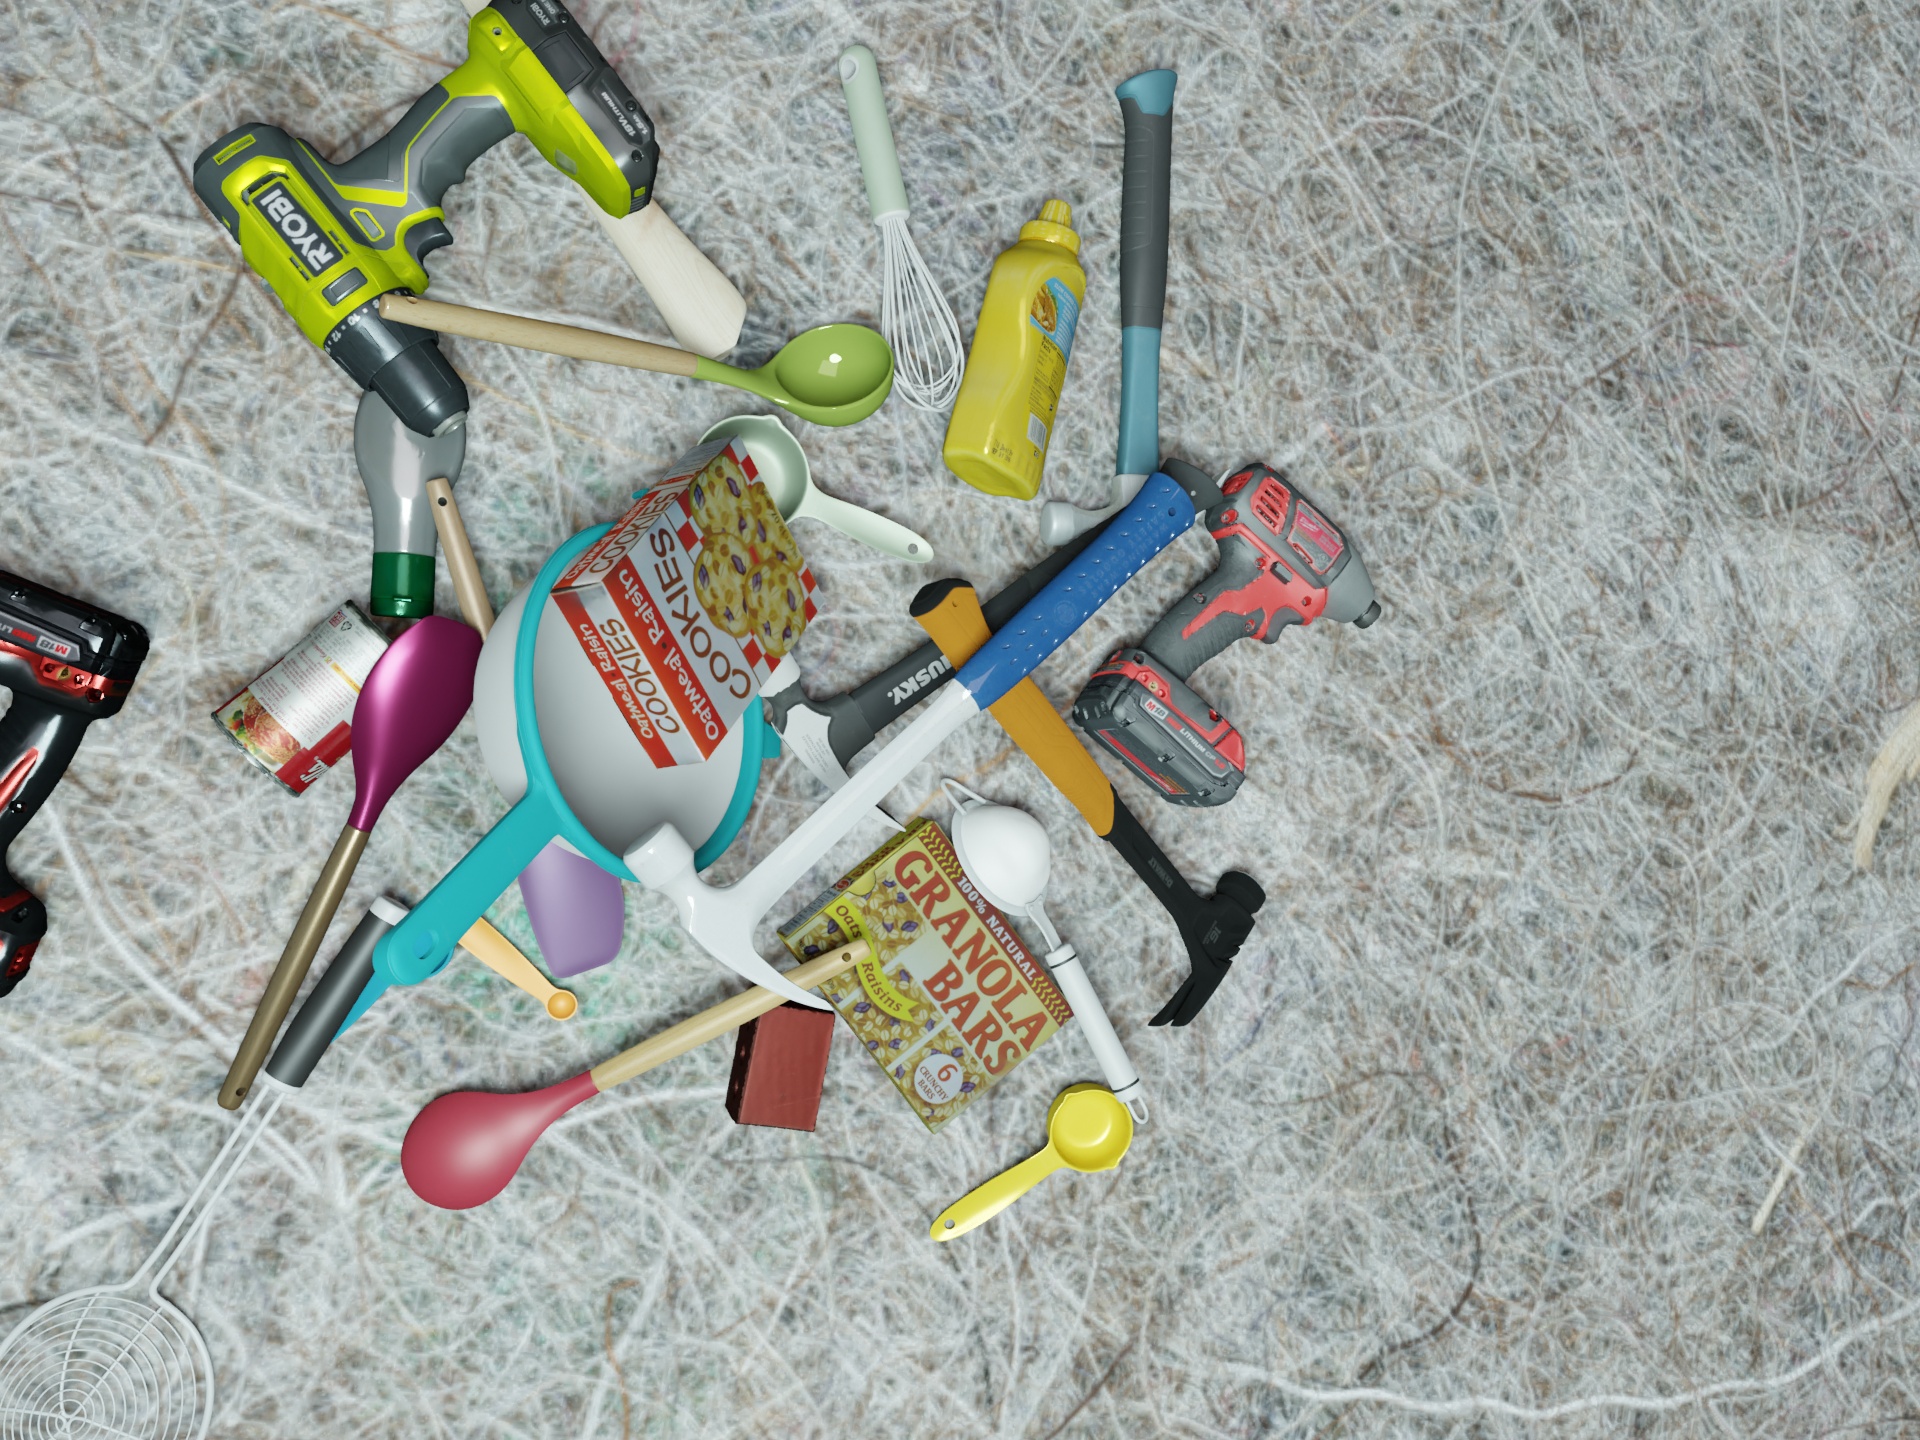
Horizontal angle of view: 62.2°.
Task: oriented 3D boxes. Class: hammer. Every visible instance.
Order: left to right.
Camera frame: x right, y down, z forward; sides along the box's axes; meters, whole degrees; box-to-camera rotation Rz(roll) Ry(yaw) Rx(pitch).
[{"bbox_3d":[-0.270,-0.397,0.981,0.146,0.038,0.410,-34,98,-12],"label":"hammer"},{"bbox_3d":[-0.001,-0.003,0.943,0.405,0.035,0.144,-43,107,-18],"label":"hammer"},{"bbox_3d":[0.034,-0.065,1.036,0.335,0.035,0.146,-35,113,-10],"label":"hammer"},{"bbox_3d":[0.076,0.047,1.025,0.336,0.034,0.127,50,57,-20],"label":"hammer"},{"bbox_3d":[0.123,-0.281,1.091,0.128,0.033,0.331,2,89,-15],"label":"hammer"}]

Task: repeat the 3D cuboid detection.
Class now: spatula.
[{"bbox_3d":[-0.269,0.007,0.970,0.060,0.018,0.315,-19,103,-18],"label":"spatula"}]

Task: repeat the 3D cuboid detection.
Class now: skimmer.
[{"bbox_3d":[-0.412,0.269,0.899,0.127,0.090,0.363,36,82,-34],"label":"skimmer"}]

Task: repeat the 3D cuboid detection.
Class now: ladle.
[{"bbox_3d":[-0.197,0.208,0.965,0.315,0.031,0.069,-26,86,-3],"label":"ladle"},{"bbox_3d":[-0.176,-0.223,0.934,0.320,0.062,0.078,2,45,-40],"label":"ladle"}]

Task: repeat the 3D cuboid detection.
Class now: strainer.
[{"bbox_3d":[-0.237,0.029,0.890,0.340,0.095,0.210,-57,131,-49],"label":"strainer"},{"bbox_3d":[0.064,0.145,1.037,0.087,0.050,0.258,-24,87,-55],"label":"strainer"}]

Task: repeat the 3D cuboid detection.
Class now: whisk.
[{"bbox_3d":[-0.042,-0.322,1.043,0.059,0.058,0.246,-13,90,-50],"label":"whisk"}]

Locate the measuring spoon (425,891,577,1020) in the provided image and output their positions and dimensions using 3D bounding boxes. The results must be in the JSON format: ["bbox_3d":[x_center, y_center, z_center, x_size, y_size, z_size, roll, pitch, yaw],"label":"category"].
[{"bbox_3d":[-0.284,0.145,0.986,0.117,0.011,0.021,42,88,-8],"label":"measuring spoon"}]

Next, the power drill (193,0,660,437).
[{"bbox_3d":[-0.288,-0.293,0.916,0.228,0.080,0.190,-40,98,-11],"label":"power drill"}]

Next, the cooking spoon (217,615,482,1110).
[{"bbox_3d":[-0.363,0.085,0.932,0.068,0.017,0.319,23,95,-48],"label":"cooking spoon"}]

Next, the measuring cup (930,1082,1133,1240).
[{"bbox_3d":[0.045,0.300,1.072,0.156,0.029,0.062,-33,98,-2],"label":"measuring cup"}]

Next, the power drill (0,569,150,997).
[{"bbox_3d":[-0.574,0.023,0.873,0.187,0.080,0.227,23,86,-14],"label":"power drill"}]

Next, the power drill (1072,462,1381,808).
[{"bbox_3d":[0.190,-0.053,1.088,0.143,0.078,0.220,40,77,-12],"label":"power drill"}]

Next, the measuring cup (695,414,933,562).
[{"bbox_3d":[-0.097,-0.137,1.027,0.167,0.038,0.083,23,84,-16],"label":"measuring cup"}]

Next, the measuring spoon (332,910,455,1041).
[{"bbox_3d":[-0.358,0.164,0.963,0.128,0.021,0.042,-41,87,-3],"label":"measuring spoon"}]
